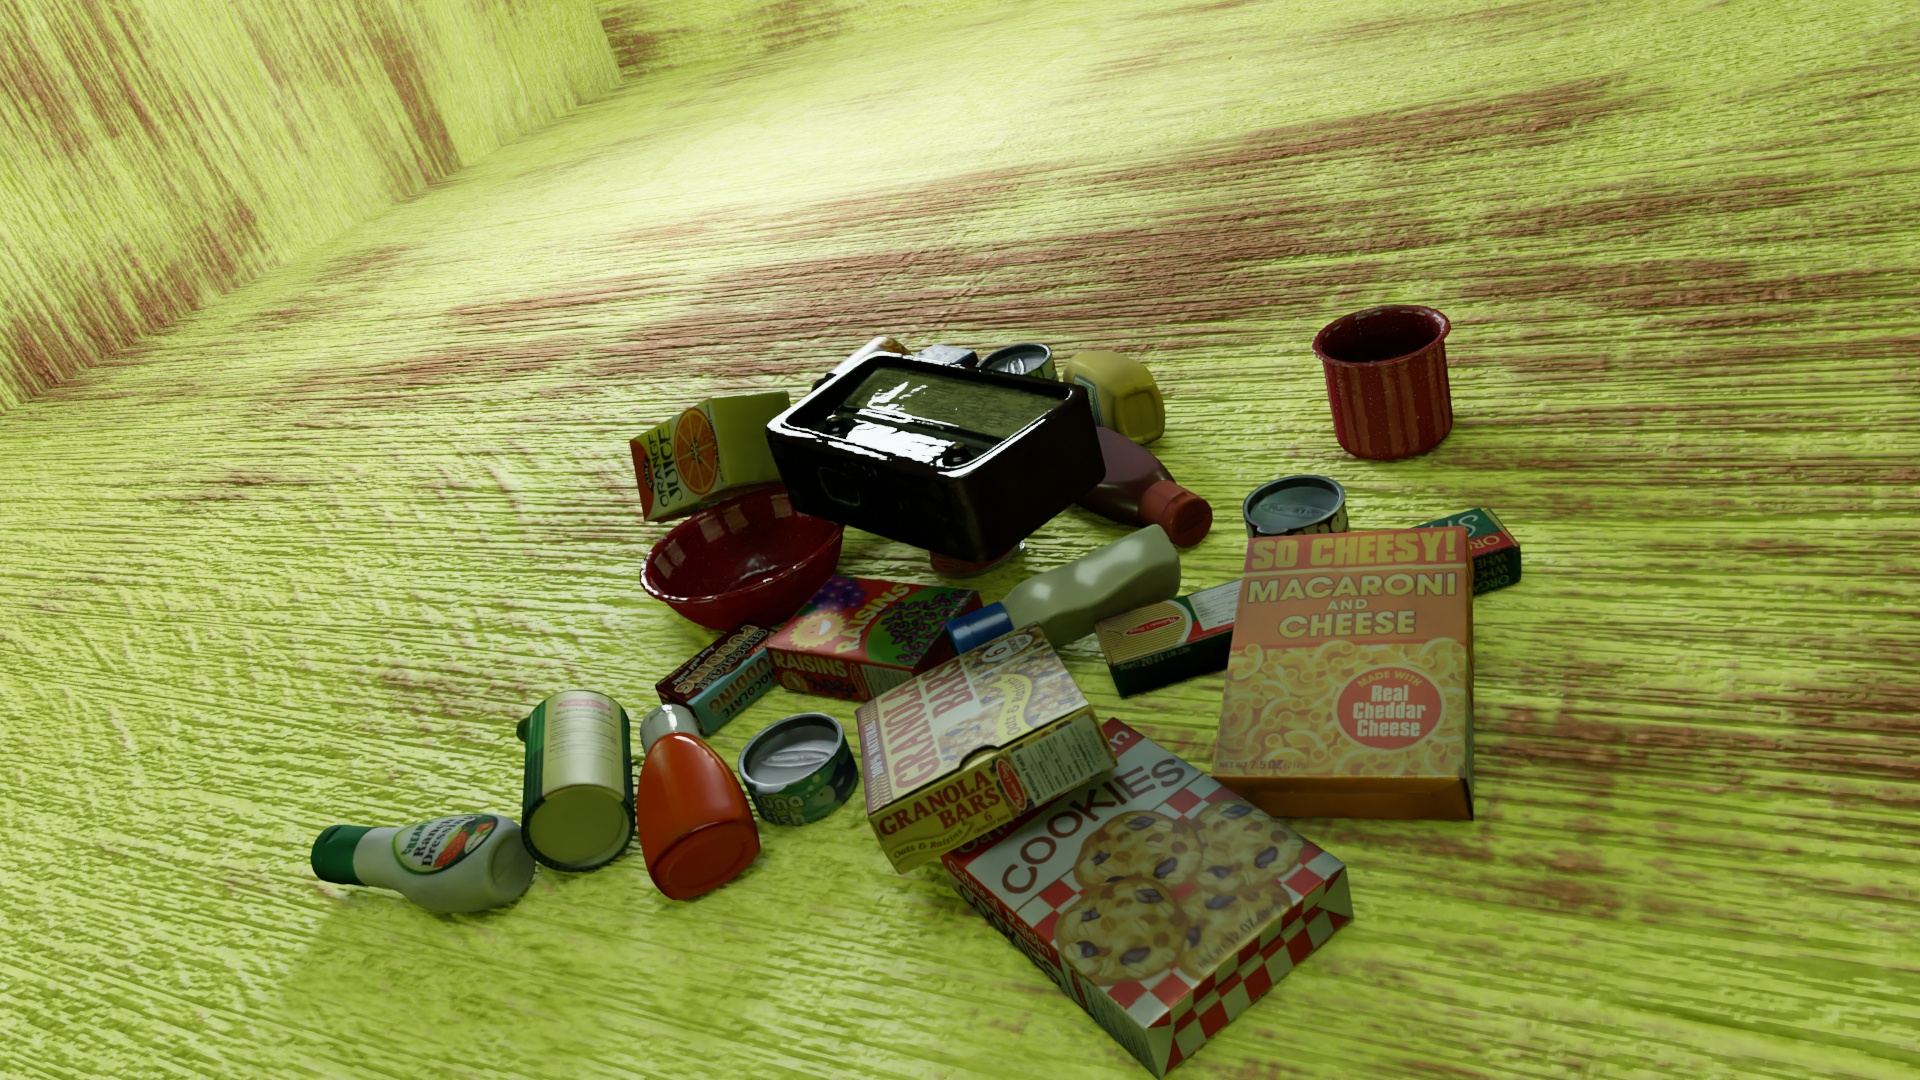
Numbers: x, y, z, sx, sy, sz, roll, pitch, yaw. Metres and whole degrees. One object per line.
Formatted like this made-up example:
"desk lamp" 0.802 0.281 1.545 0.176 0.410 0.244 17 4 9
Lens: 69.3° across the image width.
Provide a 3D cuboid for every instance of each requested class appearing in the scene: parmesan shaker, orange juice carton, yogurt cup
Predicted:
"parmesan shaker" -0.238 0.147 0.854 0.071 0.071 0.103 -21 30 -4
"orange juice carton" -0.211 -0.064 1.138 0.073 0.072 0.192 -10 -4 -39
"yogurt cup" 0.004 -0.013 1.005 0.072 0.053 0.073 -14 29 8

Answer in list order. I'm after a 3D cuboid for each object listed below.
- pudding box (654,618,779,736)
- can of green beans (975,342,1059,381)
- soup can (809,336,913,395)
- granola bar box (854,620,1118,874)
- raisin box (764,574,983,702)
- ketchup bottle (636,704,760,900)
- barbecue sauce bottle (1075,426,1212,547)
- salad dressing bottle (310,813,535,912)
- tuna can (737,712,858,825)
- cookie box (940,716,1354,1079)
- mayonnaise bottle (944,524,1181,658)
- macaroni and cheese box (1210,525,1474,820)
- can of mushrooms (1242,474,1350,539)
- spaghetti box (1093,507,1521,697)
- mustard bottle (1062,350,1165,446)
"pudding box" -0.158 0.092 0.941 0.084 0.030 0.050 -37 35 -30
"can of green beans" 0.051 -0.126 1.167 0.071 0.057 0.071 -14 30 8
"soup can" -0.085 -0.139 1.251 0.071 0.071 0.084 6 37 37
"granola bar box" 0.007 0.106 0.760 0.124 0.039 0.166 -26 13 -1
"raisin box" -0.054 0.066 0.919 0.123 0.040 0.086 5 38 33
"ketchup bottle" -0.165 0.149 0.833 0.065 0.043 0.149 -28 30 -7
"barbecue sauce bottle" 0.122 -0.038 0.994 0.065 0.043 0.149 -28 31 -16
"salad dressing bottle" -0.331 0.195 0.848 0.147 0.043 0.064 -4 31 24
"tuna can" -0.097 0.138 0.826 0.071 0.032 0.071 -14 29 8
"cookie box" 0.084 0.164 0.675 0.123 0.040 0.168 -31 33 -22
"mayonnaise bottle" 0.064 0.040 0.870 0.148 0.064 0.041 -22 61 -8
"macaroni and cheese box" 0.207 0.068 0.739 0.123 0.040 0.167 -3 44 24
"can of mushrooms" 0.218 -0.011 0.905 0.071 0.033 0.071 -13 30 8
"spaghetti box" 0.207 0.037 0.834 0.250 0.028 0.050 -17 29 3
"mustard bottle" 0.116 -0.122 1.124 0.049 0.065 0.161 -17 23 -9
